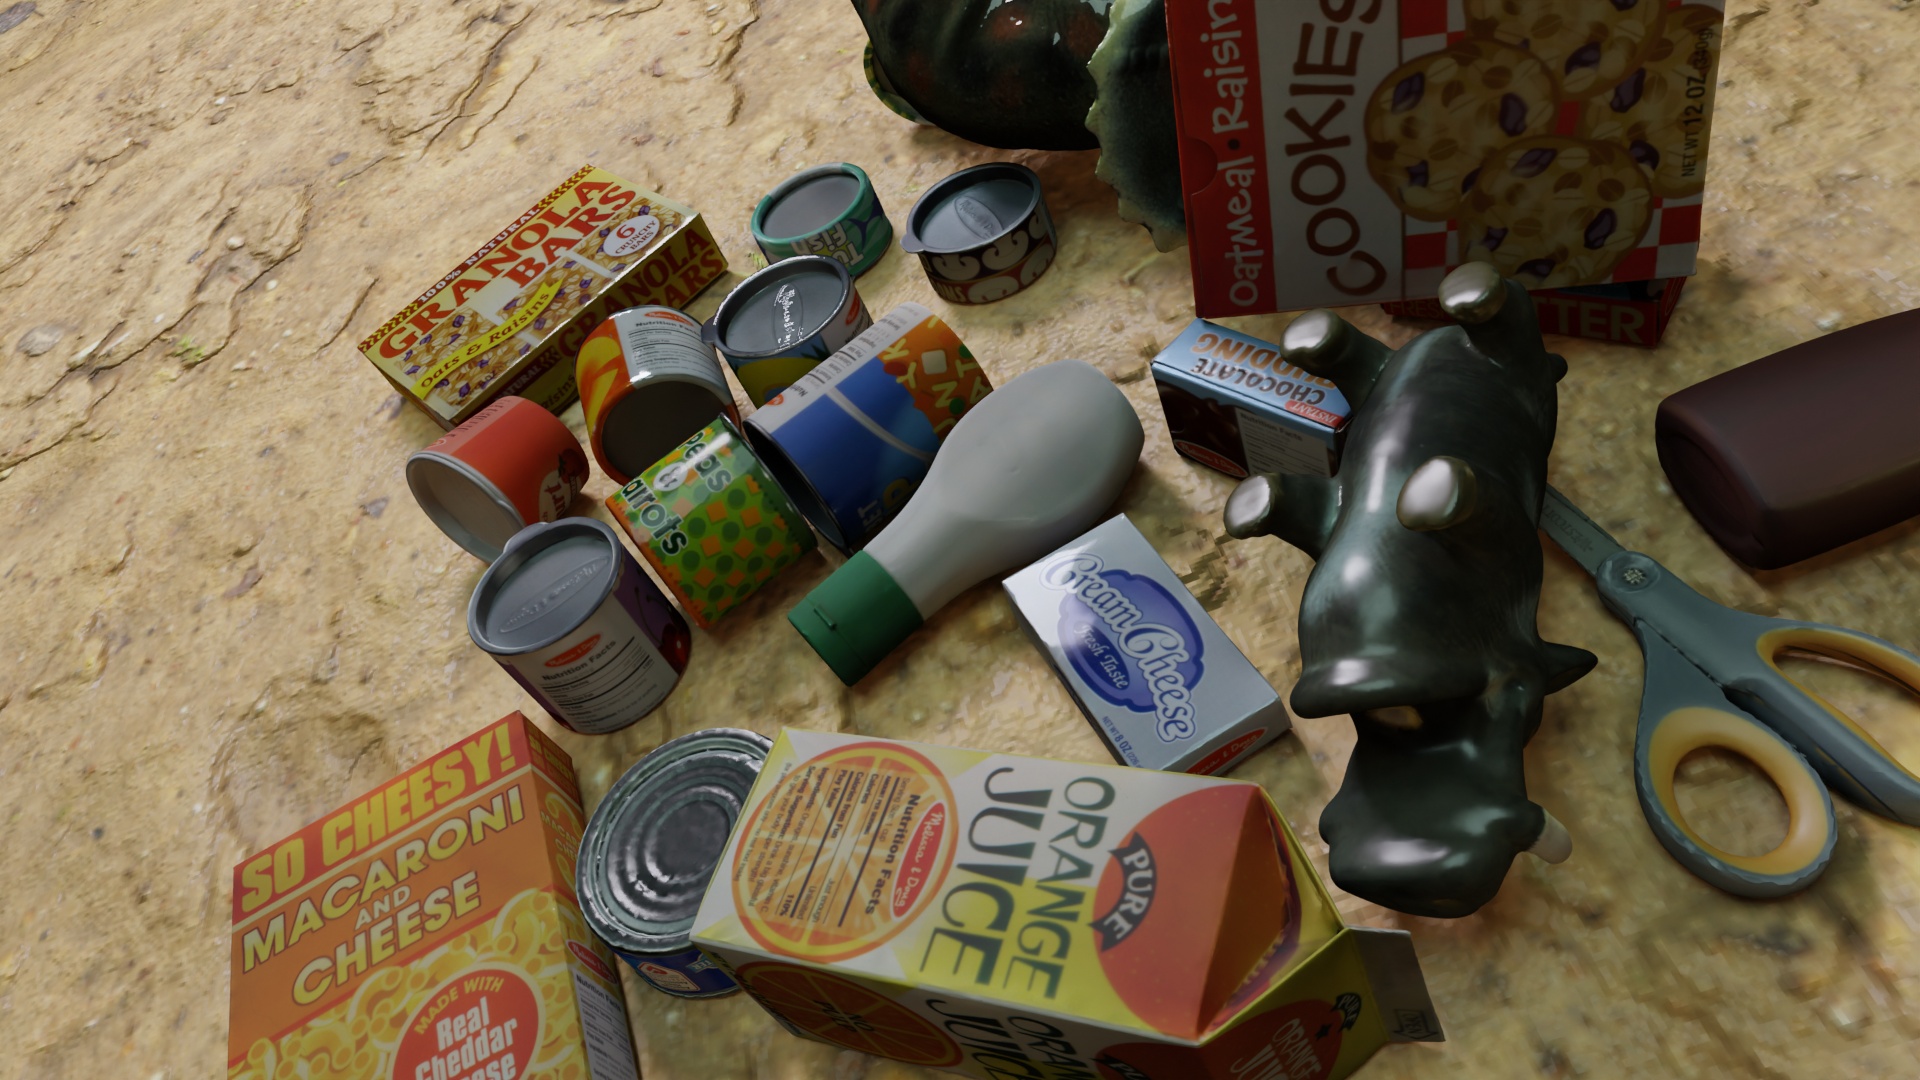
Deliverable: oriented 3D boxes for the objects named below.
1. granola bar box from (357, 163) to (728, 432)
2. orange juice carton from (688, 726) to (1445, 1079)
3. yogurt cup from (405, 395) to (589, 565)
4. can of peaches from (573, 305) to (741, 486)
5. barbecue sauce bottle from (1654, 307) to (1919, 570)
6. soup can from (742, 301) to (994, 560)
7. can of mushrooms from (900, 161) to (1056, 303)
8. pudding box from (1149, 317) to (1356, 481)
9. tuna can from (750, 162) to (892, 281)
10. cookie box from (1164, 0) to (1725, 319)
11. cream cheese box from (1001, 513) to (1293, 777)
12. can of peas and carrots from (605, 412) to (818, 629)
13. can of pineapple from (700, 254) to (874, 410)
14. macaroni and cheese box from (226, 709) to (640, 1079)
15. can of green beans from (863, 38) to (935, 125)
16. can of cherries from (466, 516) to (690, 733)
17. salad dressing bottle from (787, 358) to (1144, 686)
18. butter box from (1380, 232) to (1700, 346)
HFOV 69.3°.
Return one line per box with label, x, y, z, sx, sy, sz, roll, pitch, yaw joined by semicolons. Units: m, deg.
granola bar box;-0.223;-0.125;0.742;0.166;0.039;0.124;-45;47;-17
orange juice carton;0.030;0.108;0.385;0.192;0.071;0.073;2;52;27
yogurt cup;-0.206;-0.028;0.629;0.072;0.072;0.054;10;47;32
can of peaches;-0.137;-0.061;0.626;0.071;0.071;0.058;-28;44;0
barbecue sauce bottle;0.296;-0.044;0.419;0.148;0.043;0.065;-22;43;5
soup can;-0.033;-0.044;0.562;0.084;0.071;0.071;-39;45;-12
can of mushrooms;0.008;-0.144;0.653;0.071;0.033;0.071;-13;46;14
pudding box;0.112;-0.044;0.501;0.030;0.049;0.084;-45;47;-19
tuna can;-0.071;-0.158;0.704;0.071;0.032;0.071;-14;45;14
cookie box;0.158;-0.143;0.466;0.167;0.122;0.040;-3;36;15
cream cheese box;0.060;0.038;0.468;0.053;0.024;0.104;-30;44;-5
can of peas and carrots;-0.100;-0.008;0.554;0.059;0.070;0.071;-38;45;-10
can of pineapple;-0.070;-0.084;0.618;0.071;0.057;0.071;-13;46;14
macaroni and cheese box;-0.180;0.154;0.466;0.124;0.040;0.167;-29;45;-1
can of green beans;-0.013;-0.269;0.755;0.071;0.071;0.058;2;52;27
can of cherries;-0.149;0.032;0.549;0.071;0.058;0.072;-14;46;15
salad dressing bottle;0.002;-0.007;0.523;0.148;0.044;0.064;-40;65;-10
butter box;0.217;-0.105;0.525;0.103;0.024;0.053;14;57;34
